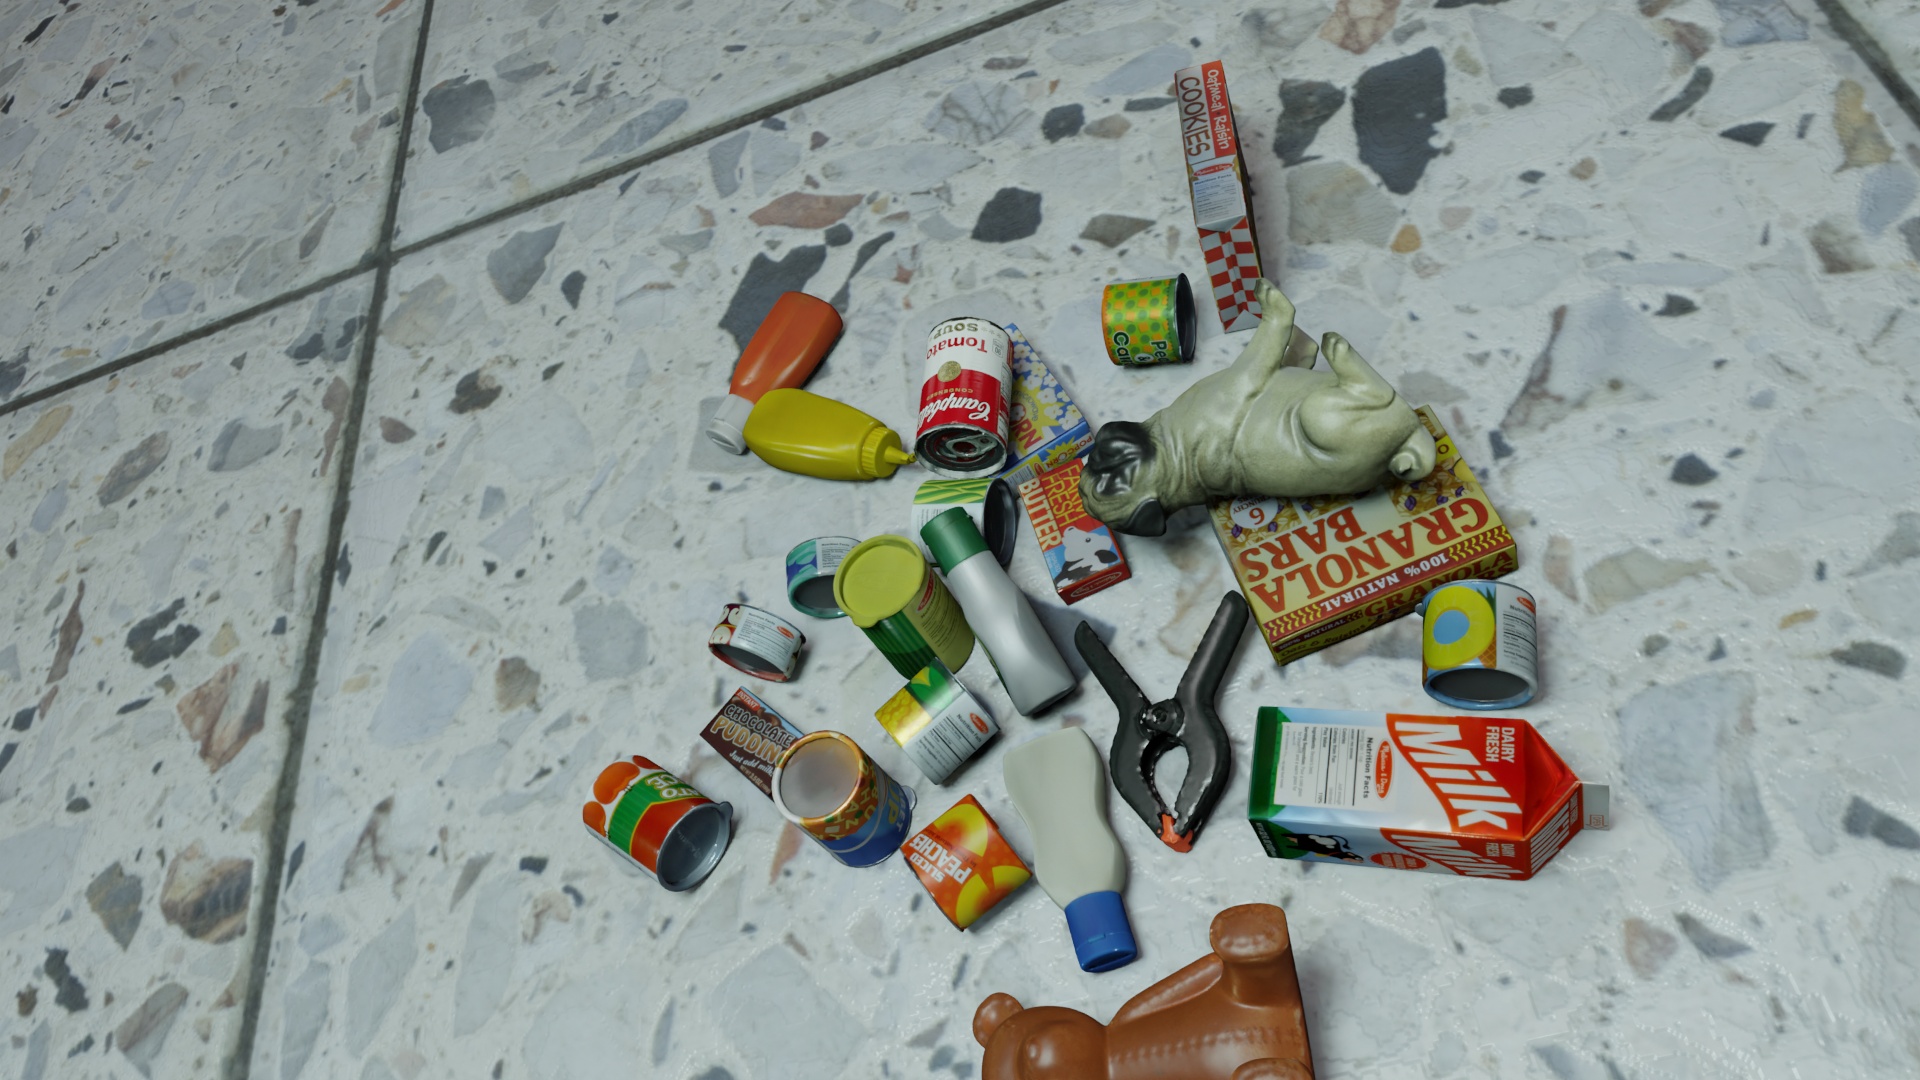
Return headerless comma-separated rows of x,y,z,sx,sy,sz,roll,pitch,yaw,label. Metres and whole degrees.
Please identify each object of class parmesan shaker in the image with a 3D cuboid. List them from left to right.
-0.039,0.052,0.969,0.071,0.102,0.071,-11,55,16,parmesan shaker

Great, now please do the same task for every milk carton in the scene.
0.269,0.146,0.800,0.190,0.072,0.074,0,59,24,milk carton

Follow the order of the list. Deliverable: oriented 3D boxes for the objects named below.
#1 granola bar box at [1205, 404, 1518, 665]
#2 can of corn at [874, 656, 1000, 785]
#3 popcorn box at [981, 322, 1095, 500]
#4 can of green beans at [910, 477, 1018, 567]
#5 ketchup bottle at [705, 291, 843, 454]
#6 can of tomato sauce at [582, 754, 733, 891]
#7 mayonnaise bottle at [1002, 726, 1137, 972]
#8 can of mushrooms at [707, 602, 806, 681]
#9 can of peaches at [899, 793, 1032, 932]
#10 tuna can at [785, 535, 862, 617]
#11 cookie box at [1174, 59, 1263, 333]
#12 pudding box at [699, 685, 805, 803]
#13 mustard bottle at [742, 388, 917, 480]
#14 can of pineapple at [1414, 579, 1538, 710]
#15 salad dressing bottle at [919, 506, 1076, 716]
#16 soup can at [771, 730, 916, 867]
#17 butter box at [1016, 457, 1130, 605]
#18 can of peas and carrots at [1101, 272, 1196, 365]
0.261,-0.005,0.921,0.165,0.039,0.125,-24,53,7,granola bar box
-0.017,0.121,0.940,0.058,0.071,0.071,-42,53,-6,can of corn
0.038,-0.099,1.075,0.085,0.038,0.127,-33,53,2,popcorn box
0.003,-0.012,1.017,0.058,0.071,0.071,-1,59,23,can of green beans
-0.163,-0.143,1.184,0.065,0.043,0.149,19,68,32,ketchup bottle
-0.212,0.195,0.973,0.083,0.071,0.071,23,70,33,can of tomato sauce
0.072,0.194,0.872,0.065,0.041,0.149,-23,54,10,mayonnaise bottle
-0.151,0.076,1.026,0.071,0.071,0.033,9,64,27,can of mushrooms
0.003,0.202,0.876,0.058,0.071,0.071,-37,53,-4,can of peaches
-0.098,0.029,1.034,0.071,0.071,0.033,-16,55,13,tuna can
0.199,-0.262,1.059,0.040,0.122,0.168,-11,56,16,cookie box
-0.141,0.148,0.996,0.084,0.030,0.050,33,75,35,pudding box
-0.098,-0.078,1.112,0.160,0.048,0.065,17,67,30,mustard bottle
0.312,0.064,0.840,0.071,0.070,0.058,-1,59,22,can of pineapple
0.024,0.047,0.949,0.044,0.064,0.148,-33,76,10,salad dressing bottle
-0.076,0.170,0.921,0.071,0.083,0.072,-11,56,16,soup can
0.081,-0.008,1.007,0.053,0.024,0.104,-24,53,8,butter box
0.144,-0.165,1.057,0.058,0.070,0.071,-2,59,23,can of peas and carrots
